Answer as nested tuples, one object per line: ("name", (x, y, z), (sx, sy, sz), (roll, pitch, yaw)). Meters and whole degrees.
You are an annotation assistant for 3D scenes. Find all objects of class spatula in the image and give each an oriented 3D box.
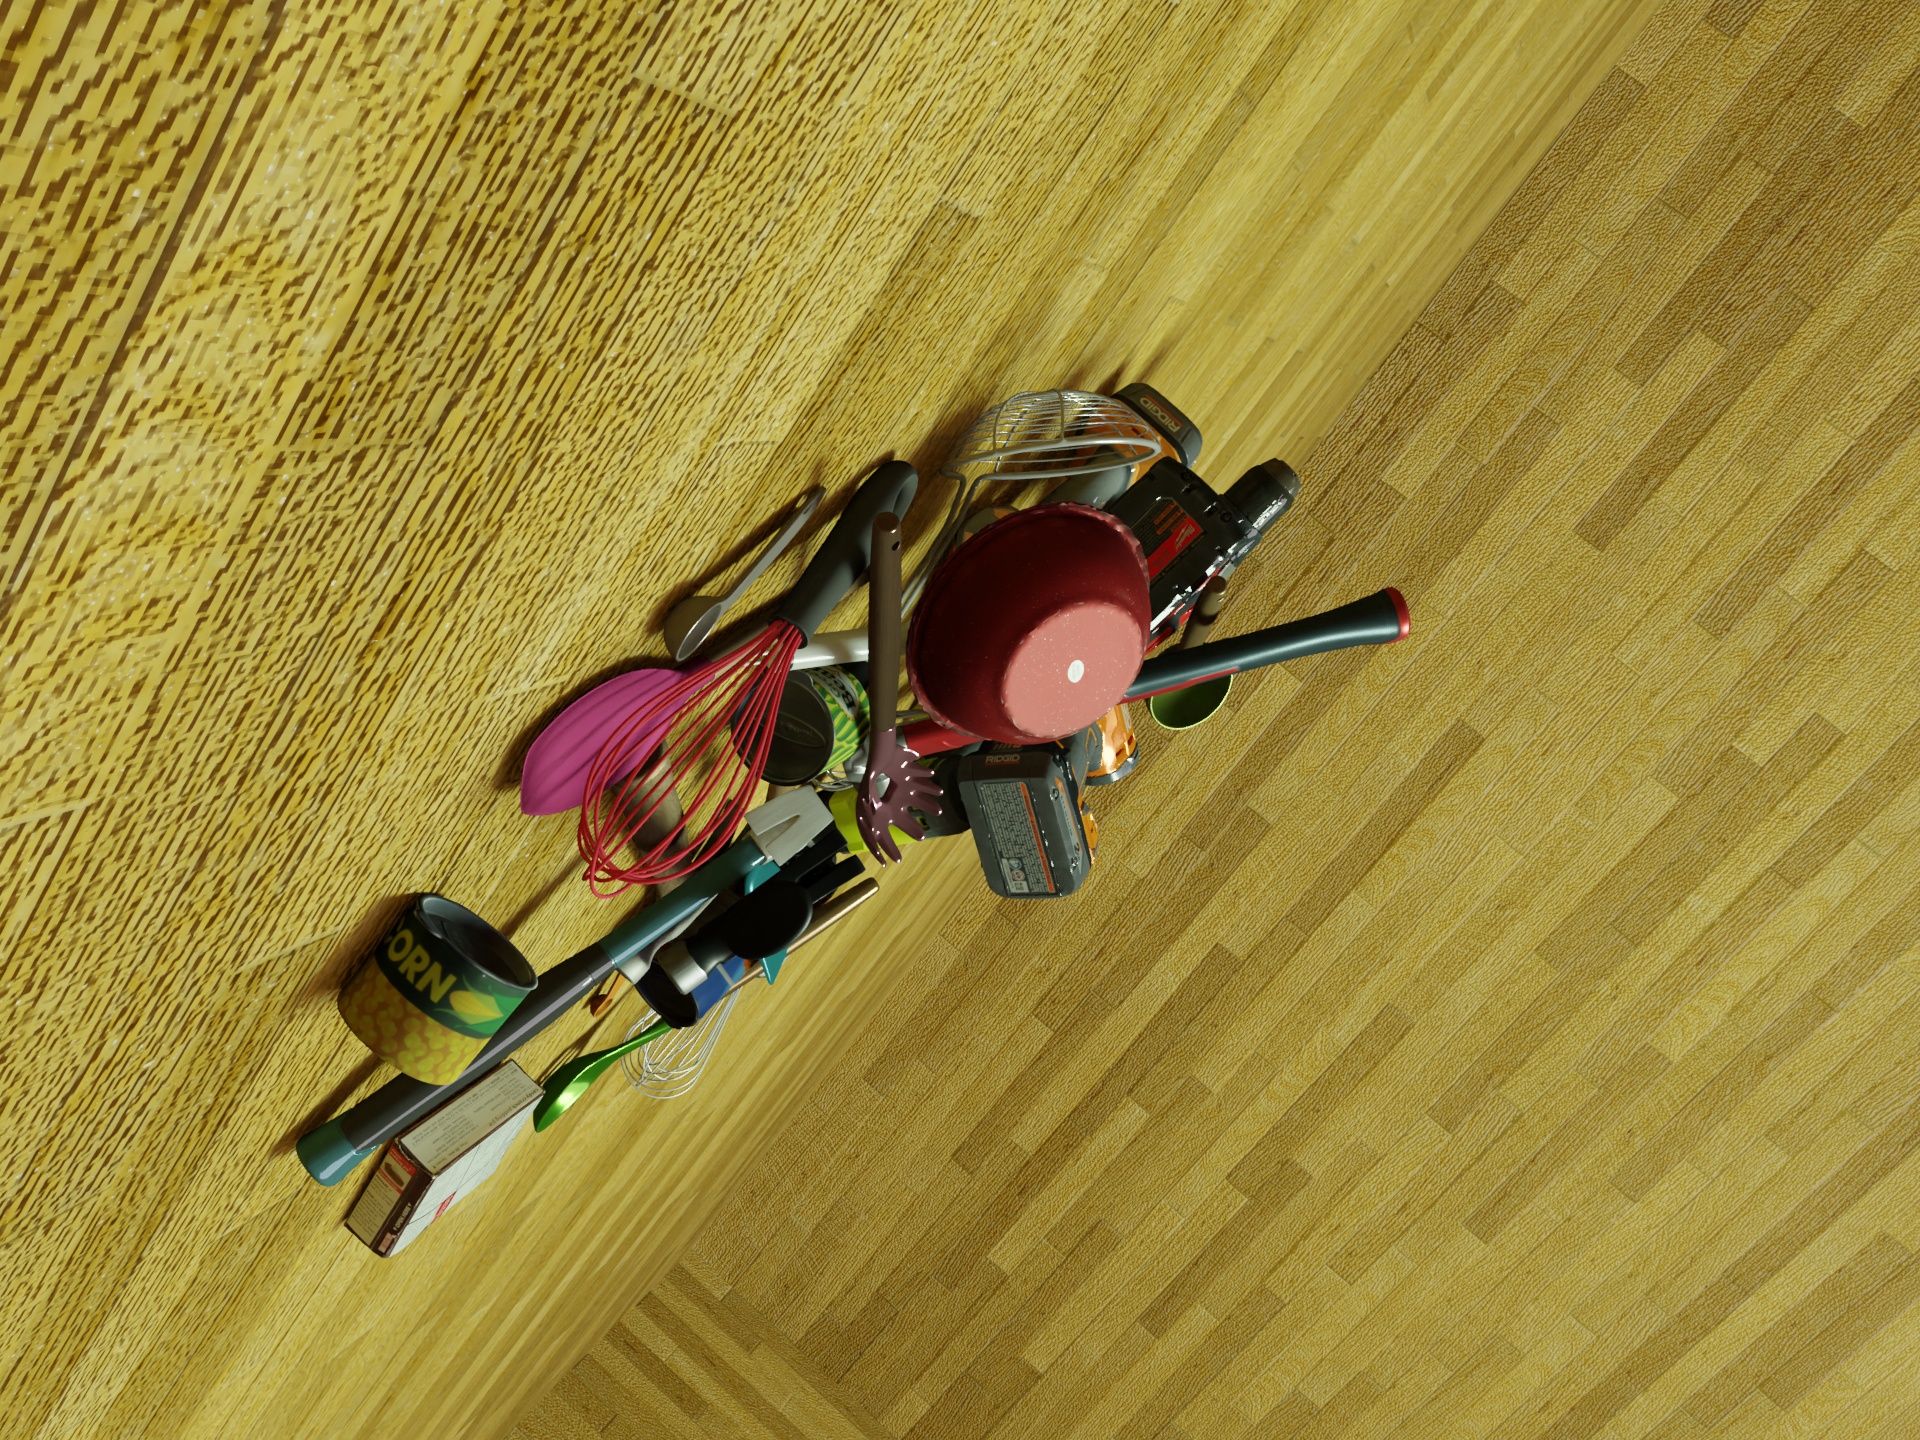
("spatula", (-0.115, 0.063, 1.086), (0.317, 0.044, 0.082), (109, -1, -47))

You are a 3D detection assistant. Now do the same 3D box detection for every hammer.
("hammer", (-0.205, 0.137, 0.865), (0.331, 0.033, 0.128), (-36, 179, -21))
("hammer", (-0.110, 0.110, 0.917), (0.146, 0.035, 0.335), (-35, 179, -12))
("hammer", (-0.174, 0.071, 0.943), (0.130, 0.031, 0.331), (-47, 171, -18))
("hammer", (0.108, -0.028, 1.040), (0.386, 0.038, 0.143), (-15, 163, -2))

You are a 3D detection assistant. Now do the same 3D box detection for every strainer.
("strainer", (-0.013, -0.049, 0.940), (0.258, 0.050, 0.087), (-9, 168, -32))

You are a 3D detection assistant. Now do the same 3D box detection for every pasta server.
("pasta server", (-0.038, -0.010, 0.896), (0.060, 0.040, 0.316), (-43, 159, -25))

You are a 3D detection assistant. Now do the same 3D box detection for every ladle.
("ladle", (0.176, -0.050, 1.155), (0.078, 0.062, 0.320), (-34, 171, -3))

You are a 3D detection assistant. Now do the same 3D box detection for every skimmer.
("skimmer", (-0.013, -0.065, 0.993), (0.127, 0.090, 0.363), (-7, 142, -46))

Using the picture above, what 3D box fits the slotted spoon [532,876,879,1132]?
("slotted spoon", (-0.195, 0.211, 1.216), (0.314, 0.031, 0.070), (-33, 168, -12))

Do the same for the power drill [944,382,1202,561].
("power drill", (0.064, -0.128, 1.172), (0.226, 0.084, 0.185), (-41, 169, -26))

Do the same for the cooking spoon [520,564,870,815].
("cooking spoon", (-0.117, -0.036, 0.819), (0.319, 0.017, 0.068), (-40, 152, -52))

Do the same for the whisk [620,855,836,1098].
("whisk", (-0.190, 0.210, 1.377), (0.285, 0.070, 0.070), (-50, 173, -35))

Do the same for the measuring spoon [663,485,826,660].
("measuring spoon", (-0.103, -0.076, 0.758), (0.124, 0.018, 0.034), (-53, 178, -32))

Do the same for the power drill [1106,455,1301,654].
("power drill", (0.165, -0.126, 1.143), (0.188, 0.080, 0.226), (-44, 171, 10))

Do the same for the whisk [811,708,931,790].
("whisk", (-0.002, -0.004, 1.129), (0.246, 0.059, 0.058), (-20, -138, 13))

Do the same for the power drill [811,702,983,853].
("power drill", (-0.024, 0.035, 1.291), (0.171, 0.080, 0.223), (-13, -164, 35))

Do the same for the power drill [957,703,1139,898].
("power drill", (0.072, 0.013, 1.212), (0.227, 0.084, 0.164), (-58, 138, -54))

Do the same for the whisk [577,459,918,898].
("whisk", (-0.094, -0.030, 0.776), (0.296, 0.073, 0.073), (-58, 177, -33))

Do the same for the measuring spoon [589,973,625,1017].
("measuring spoon", (-0.232, 0.163, 1.118), (0.117, 0.011, 0.021), (-57, 166, 19))
